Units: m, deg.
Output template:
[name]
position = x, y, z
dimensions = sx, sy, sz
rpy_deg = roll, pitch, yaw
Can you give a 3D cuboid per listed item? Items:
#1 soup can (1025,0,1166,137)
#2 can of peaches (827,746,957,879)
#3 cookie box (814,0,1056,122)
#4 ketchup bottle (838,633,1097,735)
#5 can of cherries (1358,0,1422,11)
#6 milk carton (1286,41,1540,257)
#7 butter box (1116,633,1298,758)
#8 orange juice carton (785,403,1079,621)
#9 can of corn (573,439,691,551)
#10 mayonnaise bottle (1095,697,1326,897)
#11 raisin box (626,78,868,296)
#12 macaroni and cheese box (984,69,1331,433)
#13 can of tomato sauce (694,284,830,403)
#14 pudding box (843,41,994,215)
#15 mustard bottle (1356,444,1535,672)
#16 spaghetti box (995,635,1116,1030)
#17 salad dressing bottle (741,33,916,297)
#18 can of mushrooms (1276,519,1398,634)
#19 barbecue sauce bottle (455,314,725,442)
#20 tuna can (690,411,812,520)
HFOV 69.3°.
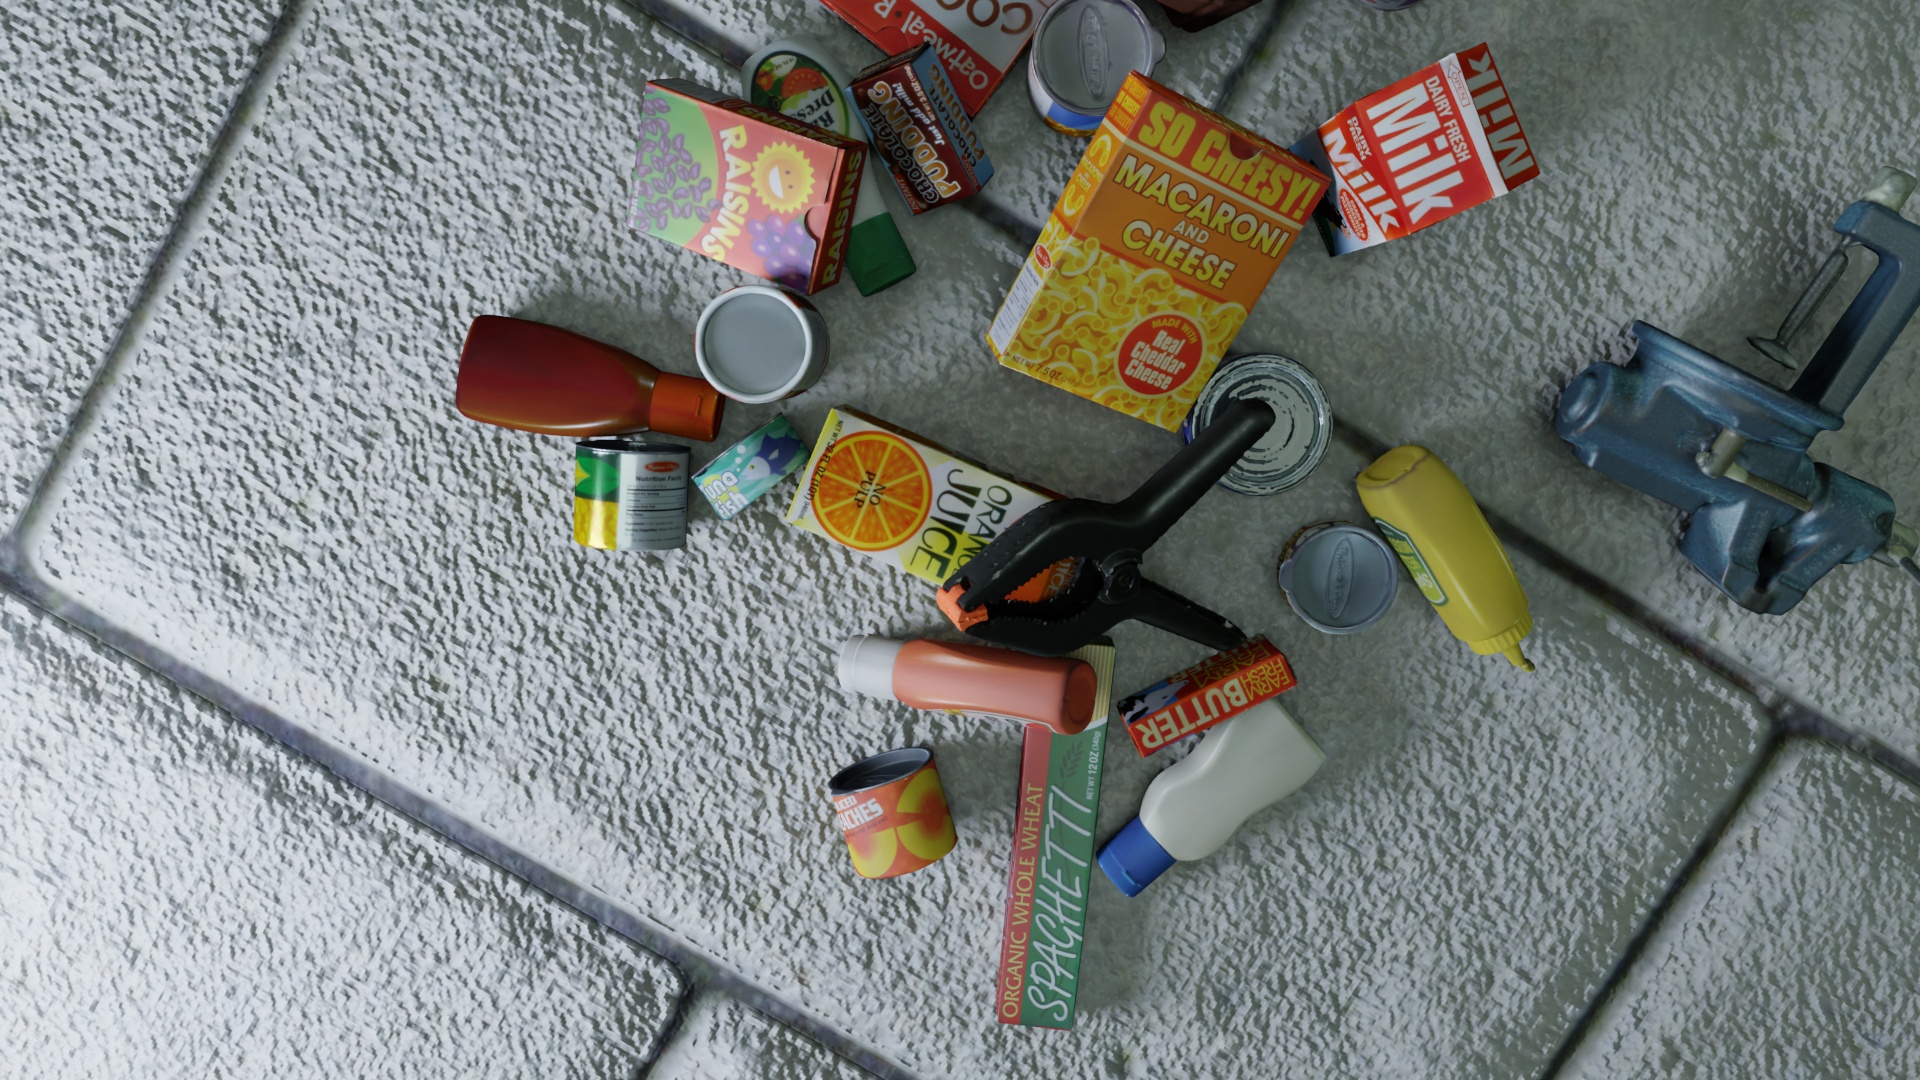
[soup can]
position = 0.074, -0.264, 0.775
dimensions = 0.071, 0.084, 0.071
rpy_deg = 0, 98, 0
[can of peaches]
position = -0.042, 0.165, 0.837
dimensions = 0.071, 0.071, 0.058
rpy_deg = -16, 98, 2
[cookie box]
position = 0.008, -0.344, 0.787
dimensions = 0.123, 0.040, 0.167
rpy_deg = 37, 95, -5
[ketchup bottle]
position = 0.002, 0.081, 0.815
dimensions = 0.149, 0.065, 0.043
rpy_deg = 7, 85, 23
[can of cherries]
position = 0.252, -0.340, 0.778
dimensions = 0.071, 0.058, 0.071
rpy_deg = 0, 98, 0
[milk carton]
position = 0.238, -0.202, 0.729
dimensions = 0.073, 0.191, 0.072
rpy_deg = -25, 97, 3
[butter box]
position = 0.147, 0.092, 0.836
dimensions = 0.103, 0.053, 0.024
rpy_deg = -26, 99, 3
[orange juice carton]
position = 0.003, -0.010, 0.813
dimensions = 0.193, 0.073, 0.071
rpy_deg = 23, 97, -3
[can of corn]
position = -0.194, -0.027, 0.816
dimensions = 0.071, 0.071, 0.058
rpy_deg = 4, 98, 0
[mayonnaise bottle]
position = 0.149, 0.158, 0.851
dimensions = 0.148, 0.041, 0.064
rpy_deg = -42, 99, 6
[raisin box]
position = -0.121, -0.199, 0.778
dimensions = 0.123, 0.040, 0.085
rpy_deg = 23, 116, 13
[macaroni and cheese box]
position = 0.108, -0.154, 0.768
dimensions = 0.124, 0.040, 0.165
rpy_deg = 18, 116, -25
[can of tomato sauce]
position = -0.114, -0.112, 0.795
dimensions = 0.071, 0.083, 0.071
rpy_deg = 0, 97, 0
[pudding box]
position = -0.023, -0.231, 0.785
dimensions = 0.049, 0.030, 0.083
rpy_deg = -8, 125, 35
[mustard bottle]
position = 0.297, 0.019, 0.822
dimensions = 0.049, 0.065, 0.160
rpy_deg = -36, 100, 0
[spaghetti box]
position = 0.058, 0.181, 0.859
dimensions = 0.050, 0.029, 0.249
rpy_deg = 6, 97, 0
[salad dressing bottle]
position = -0.073, -0.215, 0.801
dimensions = 0.064, 0.044, 0.147
rpy_deg = -26, 97, 12
[can of mushrooms]
position = 0.224, 0.021, 0.836
dimensions = 0.071, 0.033, 0.071
rpy_deg = 0, 98, 0
[barbecue sauce bottle]
position = -0.215, -0.089, 0.818
dimensions = 0.149, 0.043, 0.065
rpy_deg = 11, 88, -2
[tuna can]
position = -0.123, -0.042, 0.810
dimensions = 0.071, 0.071, 0.033
rpy_deg = -36, 96, 5
